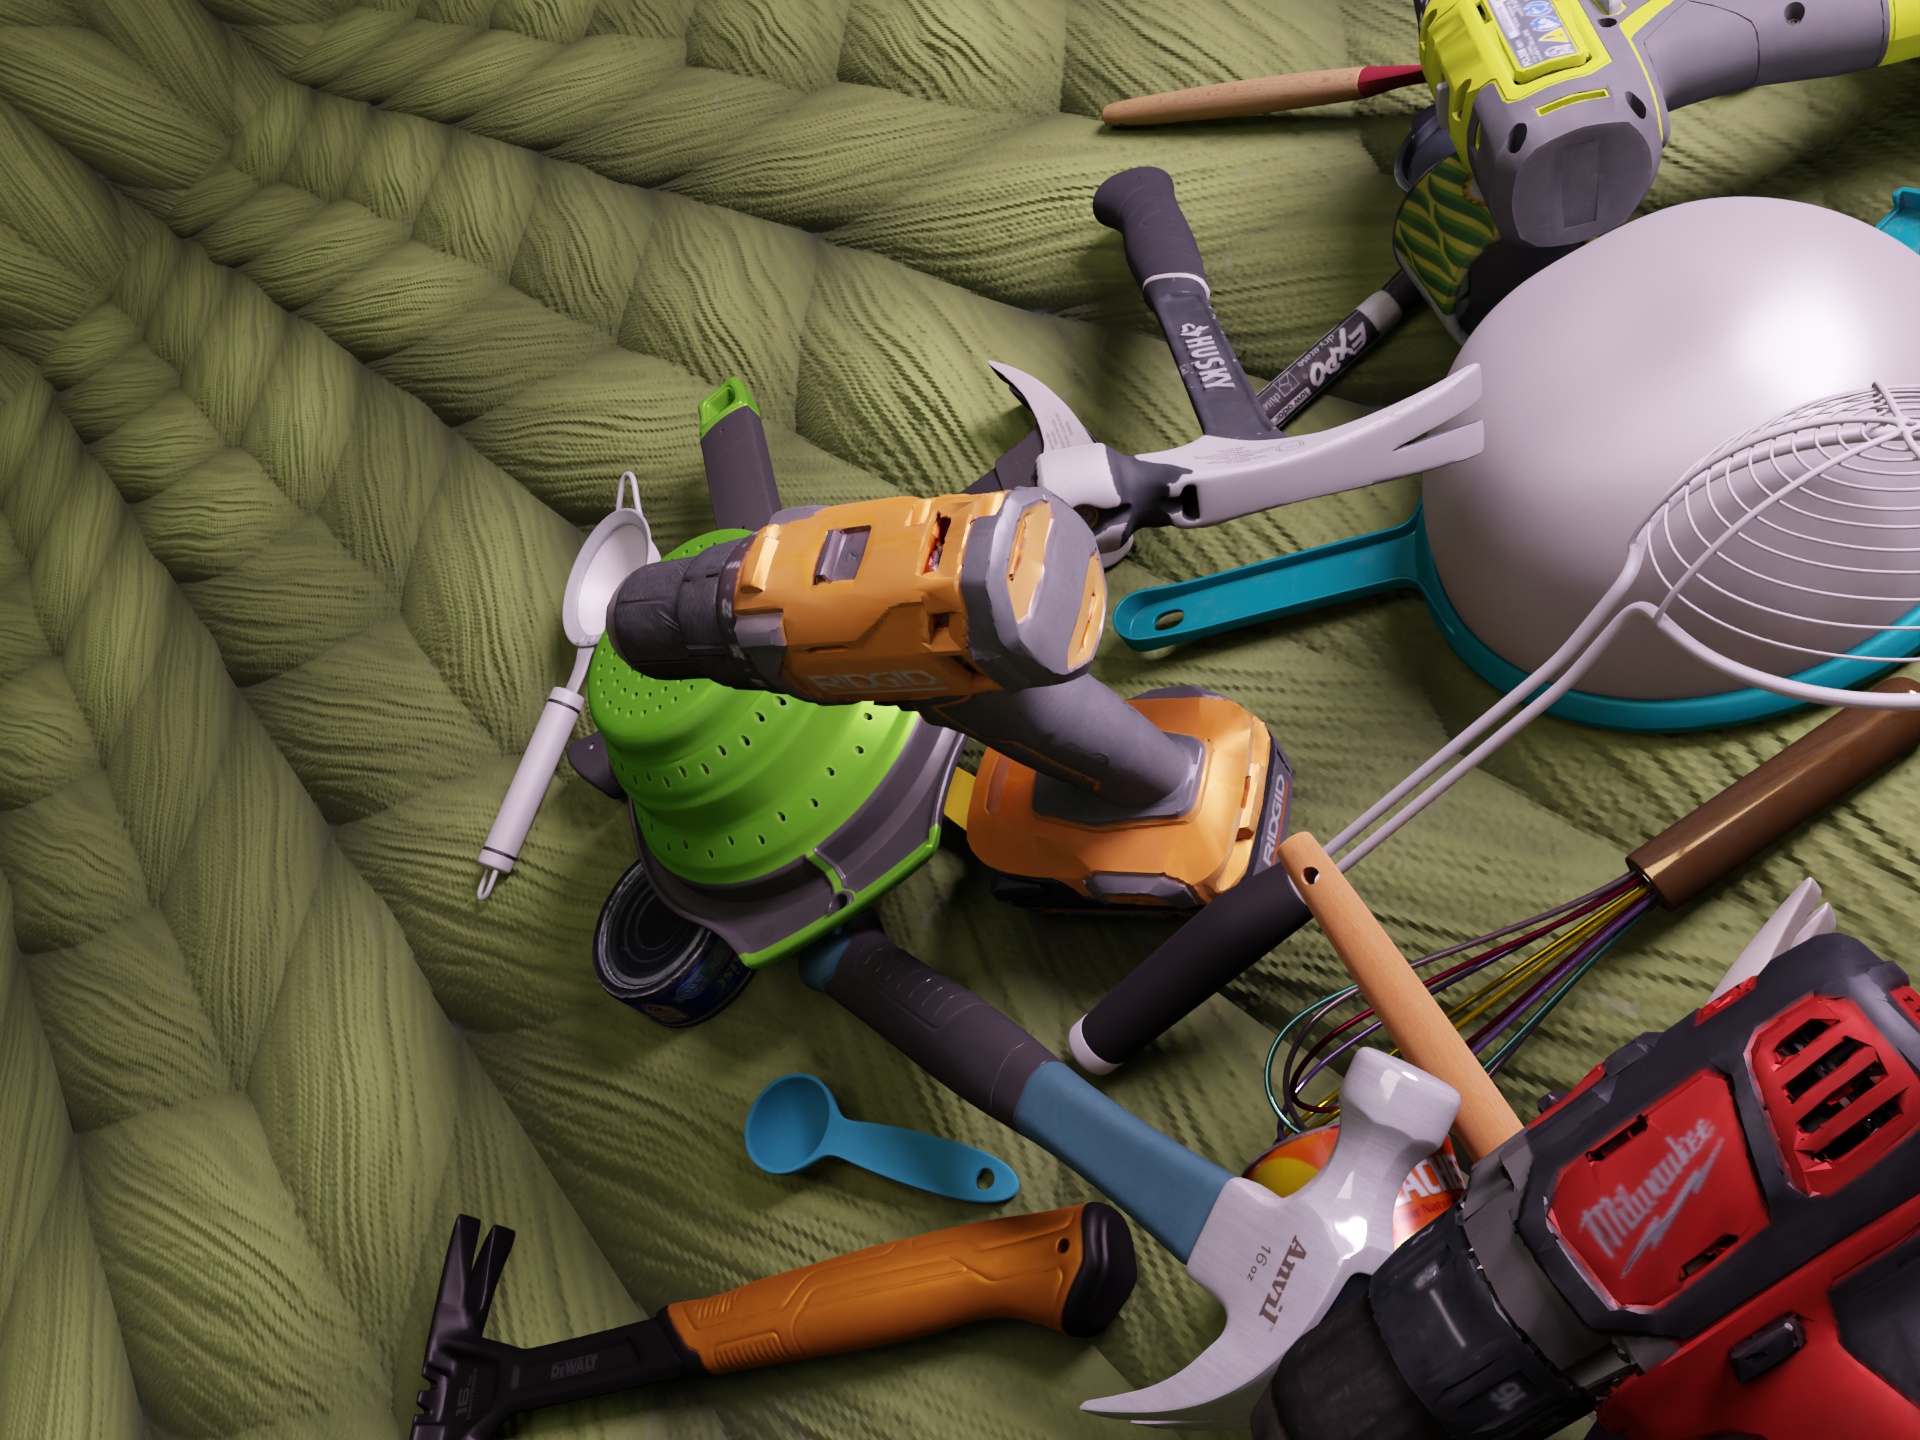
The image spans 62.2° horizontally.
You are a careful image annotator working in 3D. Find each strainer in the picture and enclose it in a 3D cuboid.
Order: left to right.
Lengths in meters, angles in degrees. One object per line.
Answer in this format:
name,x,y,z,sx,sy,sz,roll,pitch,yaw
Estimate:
strainer,-0.221,-0.018,0.909,0.087,0.050,0.258,4,68,48
strainer,0.193,-0.094,0.582,0.340,0.095,0.211,-14,52,30

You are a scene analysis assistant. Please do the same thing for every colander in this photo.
colander,-0.115,-0.073,0.767,0.204,0.094,0.398,-34,43,16

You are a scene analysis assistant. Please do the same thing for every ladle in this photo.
ladle,0.183,-0.320,0.801,0.316,0.069,0.031,17,110,49

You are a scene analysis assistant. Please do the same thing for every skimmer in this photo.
skimmer,0.174,0.031,0.498,0.363,0.090,0.127,-47,20,35

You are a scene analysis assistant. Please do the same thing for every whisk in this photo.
whisk,0.198,0.064,0.505,0.245,0.047,0.051,-36,49,6

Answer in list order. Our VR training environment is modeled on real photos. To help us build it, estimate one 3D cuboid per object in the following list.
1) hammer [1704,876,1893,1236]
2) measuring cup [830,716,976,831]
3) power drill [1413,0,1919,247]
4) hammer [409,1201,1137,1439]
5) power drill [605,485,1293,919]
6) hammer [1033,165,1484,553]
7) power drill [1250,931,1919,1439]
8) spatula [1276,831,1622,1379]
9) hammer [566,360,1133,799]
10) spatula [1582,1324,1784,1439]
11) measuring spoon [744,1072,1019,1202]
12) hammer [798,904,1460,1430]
hammer,0.346,0.064,0.388,0.331,0.031,0.130,-24,48,24
measuring cup,-0.009,0.029,0.717,0.157,0.029,0.062,34,85,36
power drill,0.291,-0.283,0.608,0.228,0.080,0.191,-13,52,12
hammer,-0.086,0.229,0.619,0.337,0.034,0.127,-21,50,26
power drill,-0.001,-0.002,0.569,0.185,0.226,0.084,-2,63,36
hammer,0.099,-0.178,0.675,0.149,0.036,0.409,-10,31,6
power drill,0.182,0.182,0.326,0.188,0.080,0.227,-45,60,20
spatula,0.172,0.159,0.416,0.081,0.041,0.323,-40,61,17
hammer,-0.072,-0.057,0.818,0.335,0.035,0.146,-31,45,18
spatula,0.117,0.247,0.410,0.316,0.018,0.060,-45,59,19
measuring spoon,-0.030,0.173,0.632,0.129,0.021,0.042,6,63,32
hammer,0.022,0.125,0.552,0.331,0.033,0.128,19,83,60
